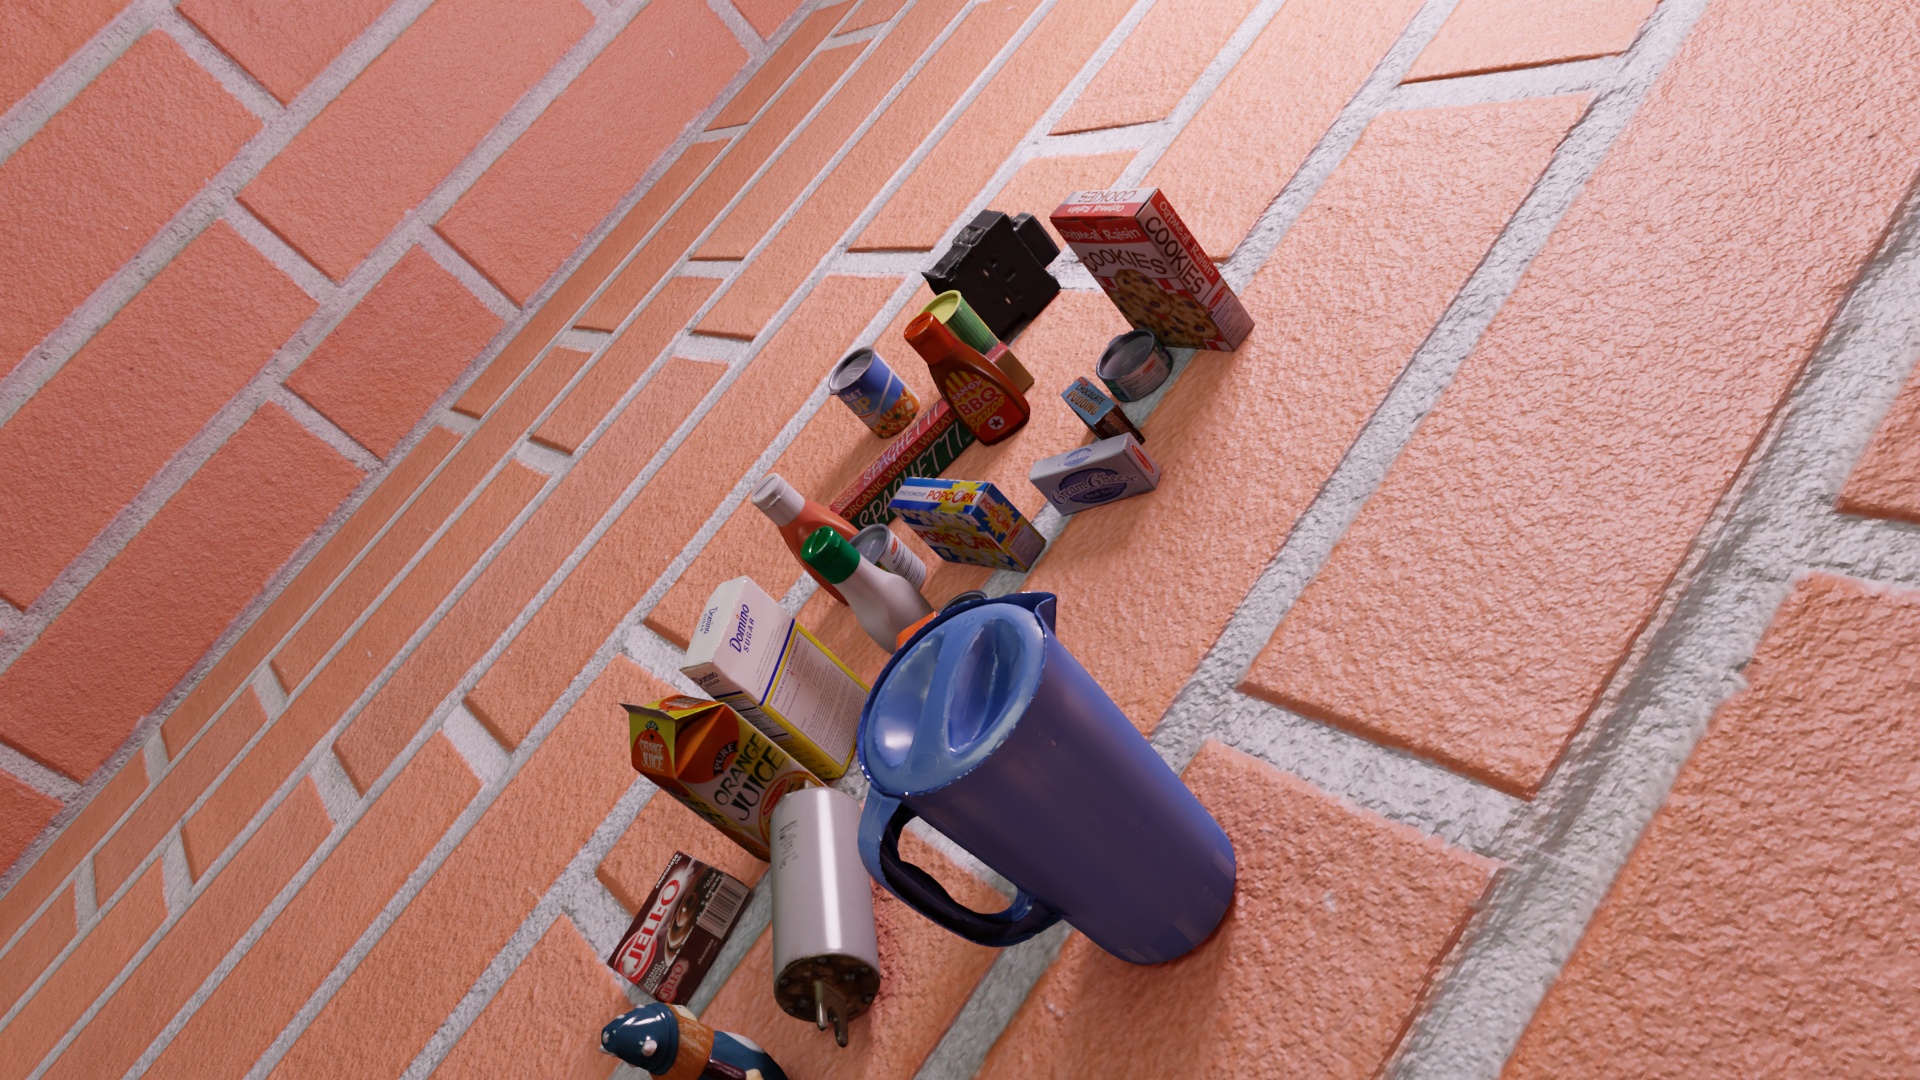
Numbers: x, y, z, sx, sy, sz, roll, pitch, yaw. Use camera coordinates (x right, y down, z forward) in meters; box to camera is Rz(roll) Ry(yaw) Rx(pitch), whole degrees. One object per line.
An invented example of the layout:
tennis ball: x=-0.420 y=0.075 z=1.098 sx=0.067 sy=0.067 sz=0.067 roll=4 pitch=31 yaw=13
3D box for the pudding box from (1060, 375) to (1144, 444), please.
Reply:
pudding box: x=0.128 y=-0.112 z=1.257 sx=0.030 sy=0.049 sz=0.084 roll=-42 pitch=31 yaw=4

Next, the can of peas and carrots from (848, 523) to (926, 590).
can of peas and carrots: x=-0.077 y=0.028 z=1.316 sx=0.071 sy=0.058 sz=0.071 roll=-30 pitch=34 yaw=23

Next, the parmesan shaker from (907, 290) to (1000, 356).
parmesan shaker: x=0.002 y=-0.202 z=1.457 sx=0.071 sy=0.103 sz=0.072 roll=-30 pitch=34 yaw=23

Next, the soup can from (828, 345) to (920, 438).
soup can: x=-0.097 y=-0.162 z=1.542 sx=0.071 sy=0.083 sz=0.072 roll=-30 pitch=34 yaw=23

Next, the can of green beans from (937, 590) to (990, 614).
can of green beans: x=0.015 y=0.084 z=1.143 sx=0.071 sy=0.057 sz=0.071 roll=-30 pitch=34 yaw=23

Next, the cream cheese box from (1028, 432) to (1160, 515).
cream cheese box: x=0.115 y=-0.056 z=1.200 sx=0.103 sy=0.053 sz=0.024 roll=-16 pitch=41 yaw=38

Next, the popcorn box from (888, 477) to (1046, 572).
popcorn box: x=0.004 y=-0.016 z=1.248 sx=0.126 sy=0.085 sz=0.038 roll=7 pitch=57 yaw=52

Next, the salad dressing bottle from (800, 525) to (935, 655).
salad dressing bottle: x=-0.078 y=0.045 z=1.210 sx=0.044 sy=0.147 sz=0.064 roll=-19 pitch=39 yaw=36

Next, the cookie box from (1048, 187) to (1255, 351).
cookie box: x=0.171 y=-0.242 z=1.248 sx=0.040 sy=0.167 sz=0.123 roll=-52 pitch=32 yaw=-13

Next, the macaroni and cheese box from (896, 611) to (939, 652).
macaroni and cheese box: x=0.021 y=0.145 z=0.958 sx=0.040 sy=0.166 sz=0.124 roll=-33 pitch=33 yaw=19

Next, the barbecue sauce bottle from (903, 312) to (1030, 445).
barbecue sauce bottle: x=0.003 y=-0.161 z=1.363 sx=0.064 sy=0.148 sz=0.044 roll=-31 pitch=33 yaw=20

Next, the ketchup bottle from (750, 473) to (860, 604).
ketchup bottle: x=-0.139 y=-0.004 z=1.339 sx=0.065 sy=0.148 sz=0.043 roll=-44 pitch=31 yaw=1

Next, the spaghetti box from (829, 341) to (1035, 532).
spaghetti box: x=-0.030 y=-0.098 z=1.421 sx=0.250 sy=0.050 sz=0.029 roll=-44 pitch=31 yaw=-1

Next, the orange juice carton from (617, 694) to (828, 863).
orange juice carton: x=-0.192 y=0.187 z=1.128 sx=0.072 sy=0.192 sz=0.073 roll=1 pitch=53 yaw=50

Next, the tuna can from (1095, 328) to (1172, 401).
tuna can: x=0.161 y=-0.164 z=1.297 sx=0.071 sy=0.032 sz=0.071 roll=-30 pitch=34 yaw=22
